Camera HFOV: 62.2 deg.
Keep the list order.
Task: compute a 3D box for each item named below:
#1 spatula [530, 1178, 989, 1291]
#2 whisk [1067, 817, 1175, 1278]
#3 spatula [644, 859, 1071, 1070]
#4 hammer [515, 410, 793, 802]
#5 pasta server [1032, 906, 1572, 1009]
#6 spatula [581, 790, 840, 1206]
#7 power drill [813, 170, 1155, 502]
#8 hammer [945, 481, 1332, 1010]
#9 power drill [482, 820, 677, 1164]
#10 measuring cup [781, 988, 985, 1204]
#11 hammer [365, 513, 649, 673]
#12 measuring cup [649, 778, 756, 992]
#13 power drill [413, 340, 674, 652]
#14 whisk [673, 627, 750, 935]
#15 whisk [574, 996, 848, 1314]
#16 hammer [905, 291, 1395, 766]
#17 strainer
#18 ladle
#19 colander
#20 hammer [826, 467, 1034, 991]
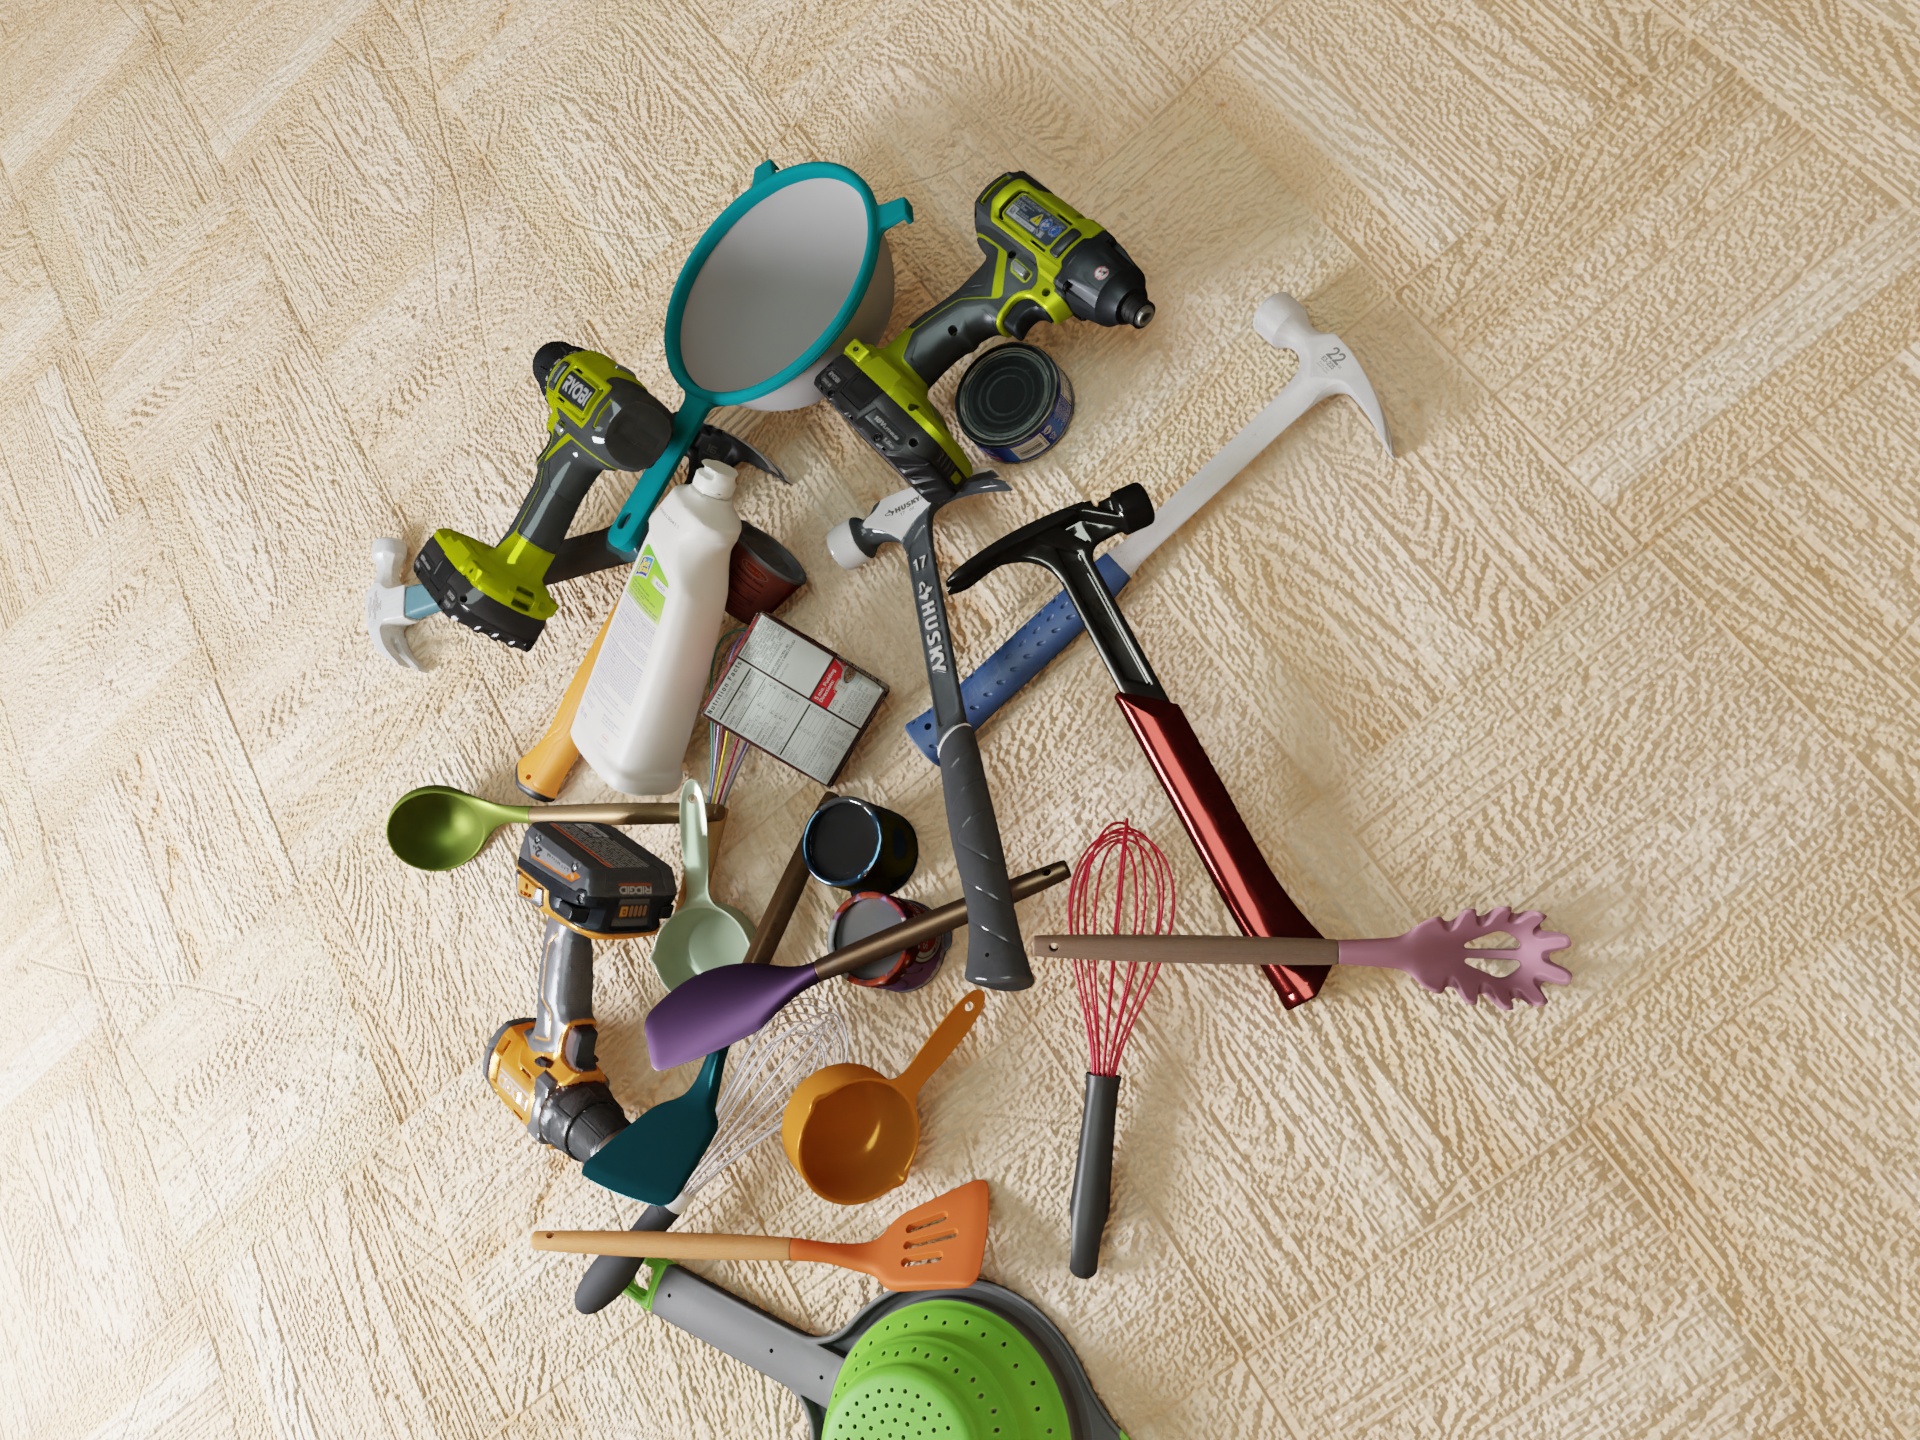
[{"bbox_3d":[-0.139,0.351,1.075,0.322,0.041,0.081,-1,38,9],"label":"spatula"},{"bbox_3d":[0.095,0.210,1.031,0.073,0.073,0.296,3,83,26],"label":"whisk"},{"bbox_3d":[-0.073,0.157,1.071,0.316,0.018,0.060,-23,57,9],"label":"spatula"},{"bbox_3d":[-0.262,-0.083,1.291,0.127,0.034,0.337,28,90,30],"label":"hammer"},{"bbox_3d":[0.201,0.140,0.962,0.316,0.040,0.060,0,86,6],"label":"pasta server"},{"bbox_3d":[-0.156,0.185,1.115,0.082,0.044,0.318,8,64,33],"label":"spatula"},{"bbox_3d":[0.019,-0.273,1.142,0.223,0.080,0.171,-44,58,3],"label":"power drill"},{"bbox_3d":[0.130,0.023,1.034,0.149,0.036,0.359,-26,76,-2],"label":"hammer"},{"bbox_3d":[-0.270,0.205,1.150,0.185,0.084,0.226,24,105,47],"label":"power drill"},{"bbox_3d":[-0.050,0.246,1.088,0.173,0.095,0.052,-48,24,-15],"label":"measuring cup"},{"bbox_3d":[-0.385,-0.122,1.338,0.331,0.033,0.128,-10,74,31],"label":"hammer"},{"bbox_3d":[-0.188,0.126,1.176,0.083,0.038,0.167,-4,89,12],"label":"measuring cup"},{"bbox_3d":[-0.331,-0.187,1.250,0.228,0.080,0.191,-56,44,6],"label":"power drill"},{"bbox_3d":[-0.184,0.043,1.210,0.047,0.051,0.245,-173,97,-70],"label":"whisk"},{"bbox_3d":[-0.180,0.310,1.124,0.070,0.070,0.284,42,94,28],"label":"whisk"},{"bbox_3d":[0.122,-0.113,1.113,0.405,0.035,0.144,-43,63,10],"label":"hammer"},{"bbox_3d":[-0.158,-0.268,1.250,0.211,0.095,0.340,31,91,41],"label":"strainer"},{"bbox_3d":[-0.320,0.082,1.244,0.320,0.078,0.062,-3,36,29],"label":"ladle"},{"bbox_3d":[-0.090,0.439,1.036,0.397,0.094,0.204,16,84,28],"label":"colander"},{"bbox_3d":[-0.002,-0.003,1.095,0.149,0.036,0.409,-26,55,22],"label":"hammer"}]
